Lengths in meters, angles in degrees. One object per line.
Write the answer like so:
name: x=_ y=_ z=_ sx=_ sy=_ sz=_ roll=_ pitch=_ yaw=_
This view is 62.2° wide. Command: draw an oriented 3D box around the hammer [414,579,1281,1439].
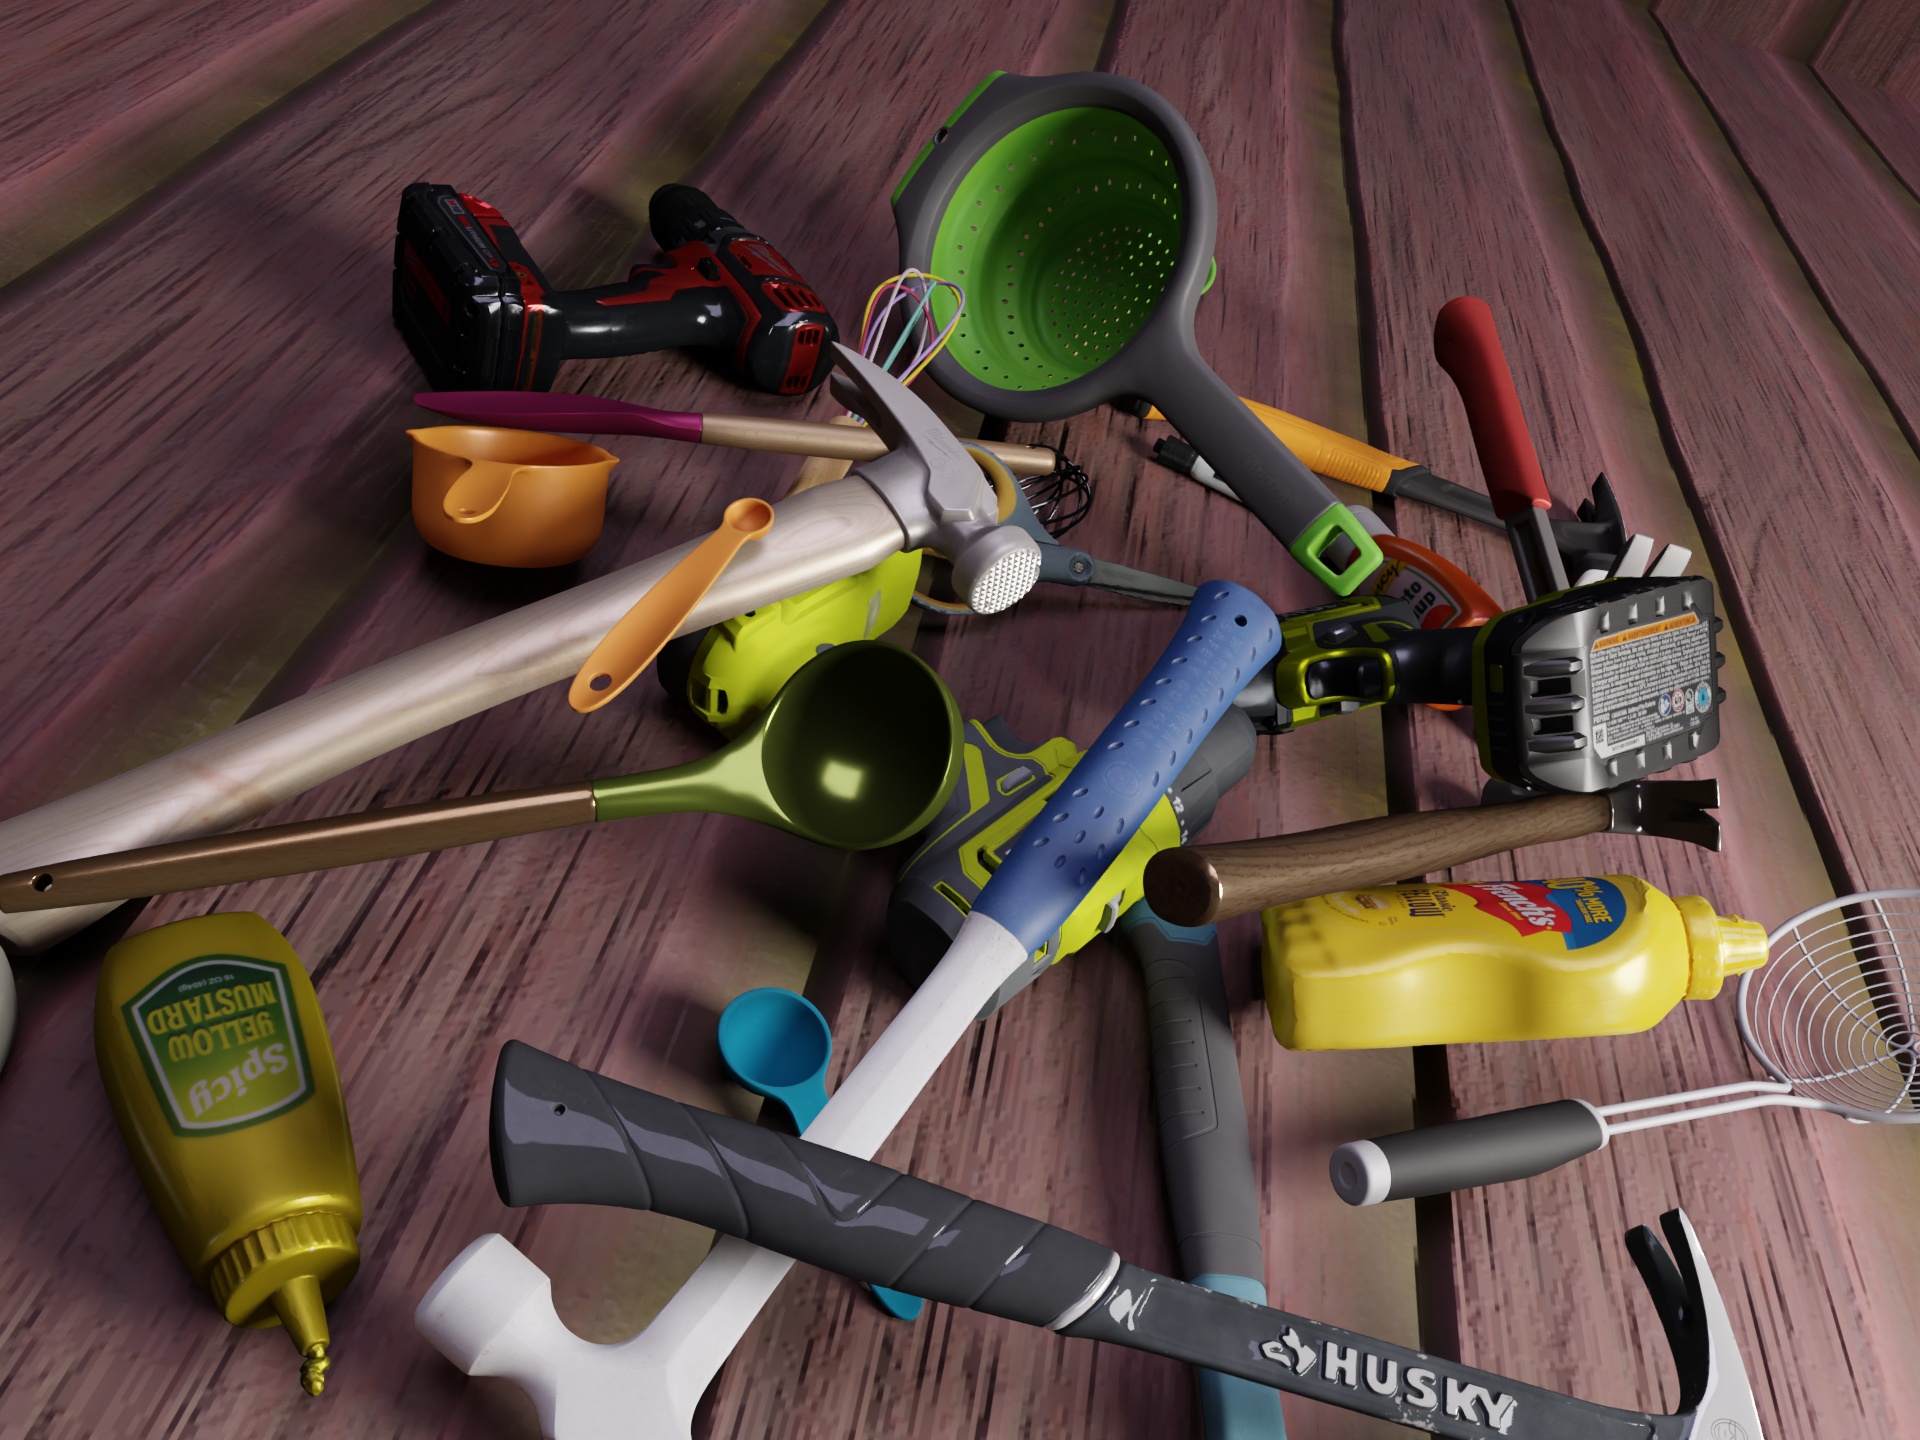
hammer: x=0.011 y=0.087 z=0.554 sx=0.144 sy=0.035 sz=0.405 roll=37 pitch=56 yaw=6

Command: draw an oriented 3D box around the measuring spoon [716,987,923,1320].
measuring spoon: x=-0.049 y=0.153 z=0.557 sx=0.042 sy=0.021 sz=0.129 roll=-13 pitch=59 yaw=-34

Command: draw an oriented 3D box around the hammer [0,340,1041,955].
hammer: x=-0.175 y=-0.031 z=0.611 sx=0.410 sy=0.038 sz=0.146 roll=-26 pitch=61 yaw=-22

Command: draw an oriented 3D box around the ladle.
ladle: x=-0.153 y=0.028 z=0.544 sx=0.320 sy=0.062 sz=0.078 roll=-9 pitch=71 yaw=-18

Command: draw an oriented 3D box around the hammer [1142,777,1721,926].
hammer: x=0.199 y=0.048 z=0.651 sx=0.331 sy=0.031 sz=0.130 roll=-4 pitch=1 yaw=-41

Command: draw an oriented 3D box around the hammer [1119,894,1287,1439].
hammer: x=0.089 y=0.186 z=0.556 sx=0.128 sy=0.033 sz=0.331 roll=11 pitch=41 yaw=-9

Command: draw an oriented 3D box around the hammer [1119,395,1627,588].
hammer: x=0.265 y=-0.167 z=1.025 sx=0.337 sy=0.034 sz=0.127 roll=20 pitch=41 yaw=0

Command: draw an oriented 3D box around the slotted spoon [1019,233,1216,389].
slotted spoon: x=0.095 y=-0.269 z=1.080 sx=0.070 sy=0.031 sz=0.314 roll=30 pitch=43 yaw=12

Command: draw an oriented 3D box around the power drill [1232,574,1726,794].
power drill: x=0.208 y=-0.020 z=0.728 sx=0.171 sy=0.080 sz=0.223 roll=-13 pitch=10 yaw=-35

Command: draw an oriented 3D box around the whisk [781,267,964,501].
whisk: x=-0.058 y=-0.173 z=0.872 sx=0.047 sy=0.051 sz=0.245 roll=37 pitch=51 yaw=-17

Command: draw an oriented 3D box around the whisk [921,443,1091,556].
whisk: x=-0.020 y=-0.094 z=0.825 sx=0.239 sy=0.055 sz=0.055 roll=-25 pitch=57 yaw=-34

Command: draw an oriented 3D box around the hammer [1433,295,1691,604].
hammer: x=0.324 y=-0.151 z=0.922 sx=0.036 sy=0.149 sz=0.359 roll=15 pitch=44 yaw=-8

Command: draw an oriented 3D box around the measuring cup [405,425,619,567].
measuring cup: x=-0.204 y=-0.088 z=0.695 sx=0.095 sy=0.052 sz=0.174 roll=7 pitch=20 yaw=-9

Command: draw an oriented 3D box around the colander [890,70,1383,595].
colander: x=0.115 y=-0.211 z=0.918 sx=0.397 sy=0.204 sz=0.094 roll=53 pitch=21 yaw=26

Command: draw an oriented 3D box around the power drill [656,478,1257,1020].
power drill: x=-0.001 y=-0.002 z=0.685 sx=0.229 sy=0.080 sz=0.190 roll=41 pitch=55 yaw=22

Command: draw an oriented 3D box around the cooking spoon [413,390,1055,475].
cooking spoon: x=-0.104 y=-0.142 z=0.790 sx=0.318 sy=0.017 sz=0.069 roll=2 pitch=19 yaw=-17

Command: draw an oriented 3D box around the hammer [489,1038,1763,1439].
hammer: x=0.057 y=0.170 z=0.474 sx=0.409 sy=0.036 sz=0.149 roll=19 pitch=53 yaw=-5

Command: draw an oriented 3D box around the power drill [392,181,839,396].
power drill: x=-0.201 y=-0.253 z=0.907 sx=0.226 sy=0.080 sz=0.188 roll=-11 pitch=48 yaw=-35

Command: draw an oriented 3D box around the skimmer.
skimmer: x=0.300 y=0.129 z=0.644 sx=0.363 sy=0.090 sz=0.127 roll=-1 pitch=19 yaw=-29

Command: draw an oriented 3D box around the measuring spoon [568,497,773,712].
measuring spoon: x=-0.108 y=-0.043 z=0.599 sx=0.021 sy=0.011 sz=0.117 roll=26 pitch=59 yaw=18
